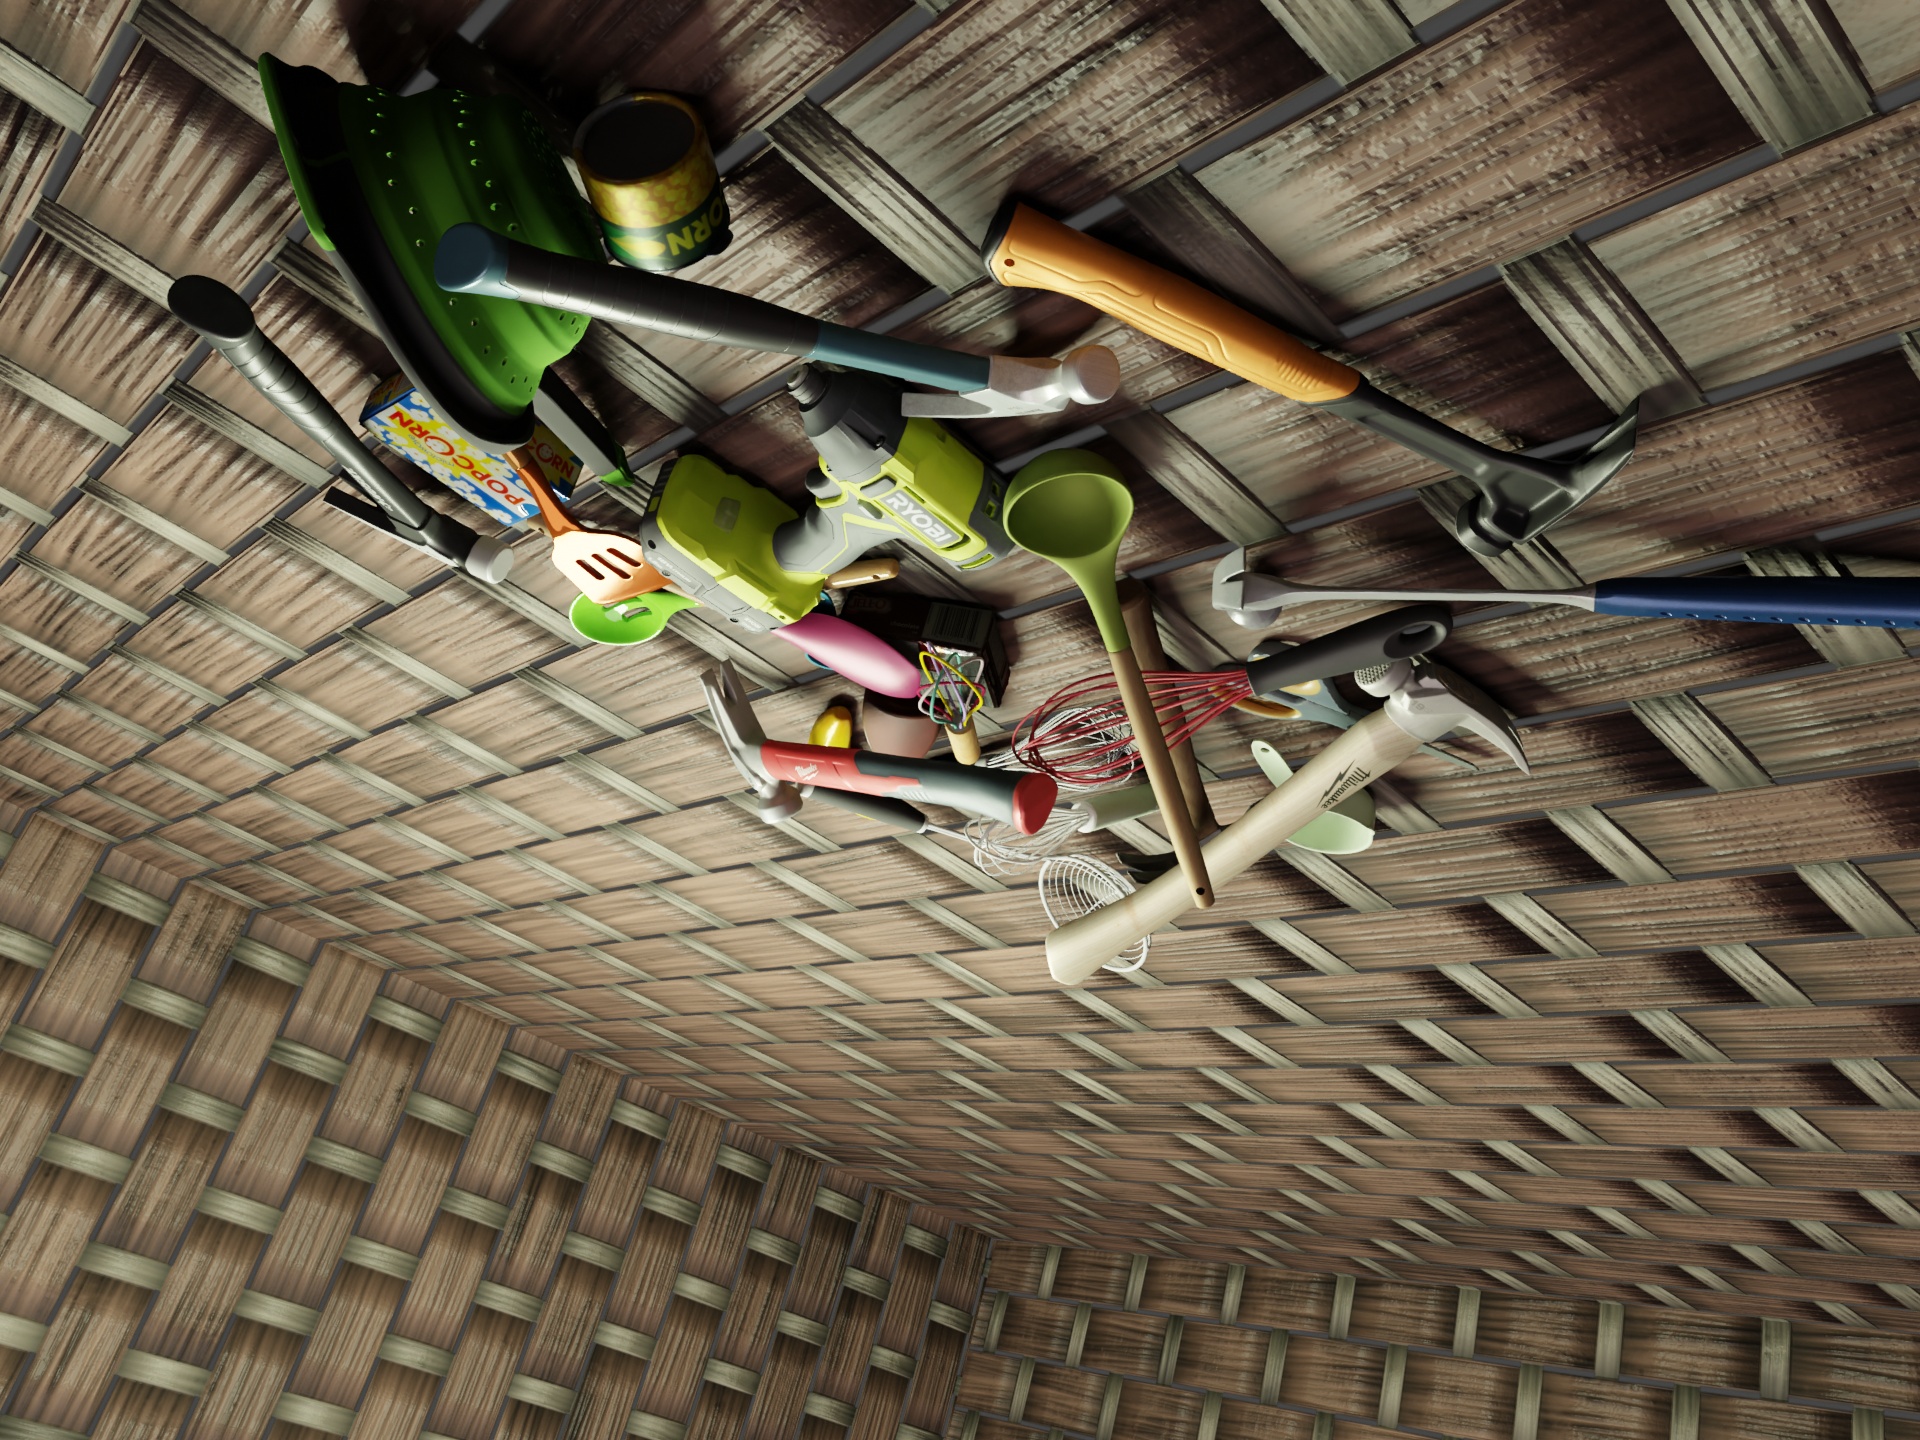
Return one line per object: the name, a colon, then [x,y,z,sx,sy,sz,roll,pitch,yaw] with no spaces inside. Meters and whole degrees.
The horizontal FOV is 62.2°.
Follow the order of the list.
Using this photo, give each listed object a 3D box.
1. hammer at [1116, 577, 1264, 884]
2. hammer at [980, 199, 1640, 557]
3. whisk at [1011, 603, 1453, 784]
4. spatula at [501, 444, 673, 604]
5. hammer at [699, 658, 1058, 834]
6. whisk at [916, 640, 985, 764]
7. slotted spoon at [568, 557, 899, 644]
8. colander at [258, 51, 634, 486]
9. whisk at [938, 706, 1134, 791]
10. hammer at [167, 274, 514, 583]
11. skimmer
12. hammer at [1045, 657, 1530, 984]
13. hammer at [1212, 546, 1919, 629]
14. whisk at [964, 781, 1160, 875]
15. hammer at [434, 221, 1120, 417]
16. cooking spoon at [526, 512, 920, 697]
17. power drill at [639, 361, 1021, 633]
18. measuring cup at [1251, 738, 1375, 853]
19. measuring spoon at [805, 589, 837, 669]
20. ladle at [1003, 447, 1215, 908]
hammer: [0.151,0.018,1.159,0.130,0.031,0.331,-31,138,-4]
hammer: [0.170,-0.181,0.802,0.336,0.034,0.127,22,155,-10]
whisk: [0.170,-0.020,1.027,0.296,0.073,0.073,-18,142,19]
spatula: [-0.293,-0.189,1.021,0.081,0.041,0.322,-17,128,21]
hammer: [-0.070,0.026,1.188,0.386,0.038,0.143,5,122,53]
whisk: [0.000,-0.002,1.156,0.047,0.051,0.244,7,166,6]
slotted spoon: [-0.173,-0.095,1.191,0.314,0.031,0.070,-5,144,34]
colander: [-0.227,-0.228,0.881,0.094,0.205,0.396,-23,164,3]
whisk: [0.044,0.034,1.288,0.070,0.070,0.284,31,156,-27]
hammer: [-0.417,-0.189,1.048,0.146,0.035,0.334,25,167,13]
skimmer: [0.013,0.137,1.426,0.363,0.090,0.127,20,157,-25]
hammer: [0.212,0.094,1.159,0.146,0.038,0.410,29,131,-23]
hammer: [0.339,-0.068,0.880,0.405,0.035,0.144,3,179,20]
whisk: [0.089,0.075,1.215,0.059,0.057,0.246,34,-154,30]
hammer: [-0.088,-0.194,0.790,0.330,0.033,0.128,5,180,-32]
cooking spoon: [-0.175,-0.087,1.161,0.319,0.017,0.068,24,149,7]
power drill: [-0.094,-0.139,1.003,0.223,0.080,0.171,-16,140,43]
measuring cup: [0.259,0.046,1.197,0.083,0.038,0.167,-3,146,36]
measuring spoon: [-0.098,-0.073,1.185,0.042,0.021,0.128,8,156,4]
ladle: [0.105,-0.017,0.980,0.078,0.062,0.320,-16,109,15]
